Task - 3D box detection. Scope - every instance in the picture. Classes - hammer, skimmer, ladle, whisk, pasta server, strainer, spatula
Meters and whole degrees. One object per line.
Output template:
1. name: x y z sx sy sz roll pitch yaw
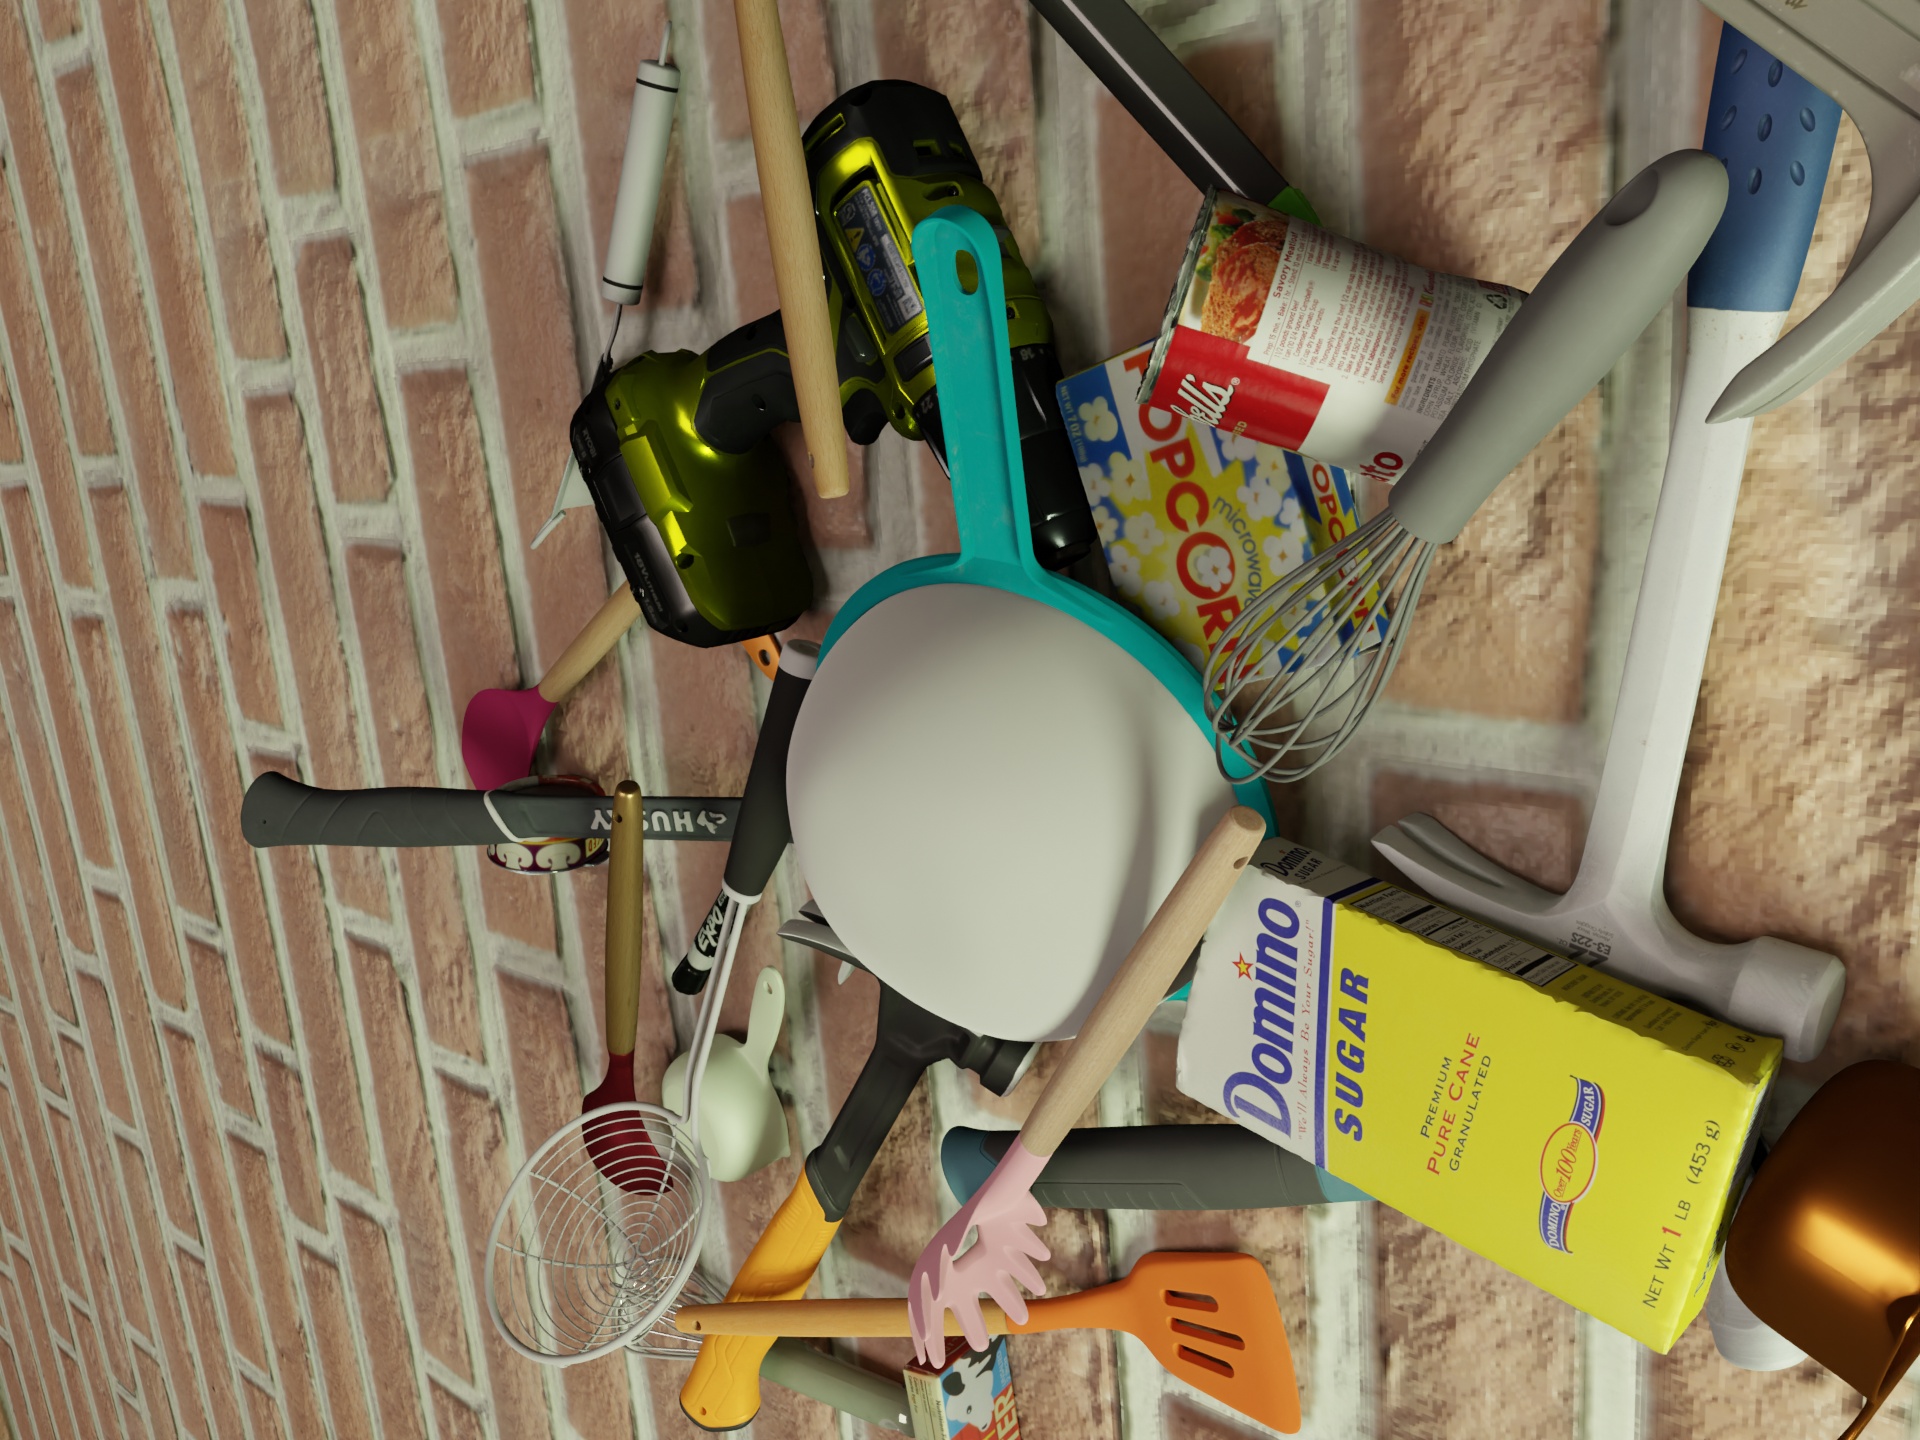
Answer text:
1. hammer: 0.210 -0.106 0.448 0.144 0.035 0.405 19 116 37
2. hammer: -0.216 0.054 0.820 0.409 0.036 0.149 -1 107 25
3. skimmer: -0.139 0.131 0.730 0.127 0.090 0.363 39 119 44
4. hammer: -0.082 0.241 0.790 0.127 0.034 0.336 31 120 9
5. ladle: -0.172 0.150 0.816 0.069 0.031 0.315 31 133 23
6. whisk: 0.131 -0.058 0.451 0.055 0.055 0.238 50 140 18
7. whisk: -0.112 0.354 0.897 0.246 0.059 0.057 4 143 38
8. pasta server: 0.042 0.147 0.588 0.040 0.060 0.316 57 139 34
9. hammer: 0.137 -0.248 0.433 0.359 0.036 0.149 54 135 26
10. strainer: -0.001 -0.002 0.568 0.211 0.095 0.340 15 132 30
11. spatula: -0.082 -0.238 0.581 0.082 0.044 0.317 -178 78 -71
12. strainer: -0.160 -0.196 0.755 0.087 0.050 0.258 -102 25 -63
13. spatula: -0.002 0.280 0.734 0.322 0.041 0.081 -11 97 25
14. hammer: 0.126 0.169 0.600 0.331 0.033 0.128 -14 93 38

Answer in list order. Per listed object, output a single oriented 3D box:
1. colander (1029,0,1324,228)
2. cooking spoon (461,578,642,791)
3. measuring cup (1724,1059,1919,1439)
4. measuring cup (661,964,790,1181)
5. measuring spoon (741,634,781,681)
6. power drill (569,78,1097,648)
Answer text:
1. colander: 0.018 -0.311 0.514 0.094 0.204 0.397 -42 90 7
2. cooking spoon: -0.212 -0.027 0.864 0.319 0.017 0.069 -36 78 48
3. measuring cup: 0.246 0.177 0.465 0.052 0.095 0.173 36 118 39
4. measuring cup: -0.120 0.182 0.825 0.083 0.038 0.167 46 142 24
5. measuring spoon: -0.120 -0.065 0.780 0.117 0.011 0.021 55 133 14
6. power drill: -0.052 -0.118 0.658 0.228 0.080 0.190 -27 84 41
